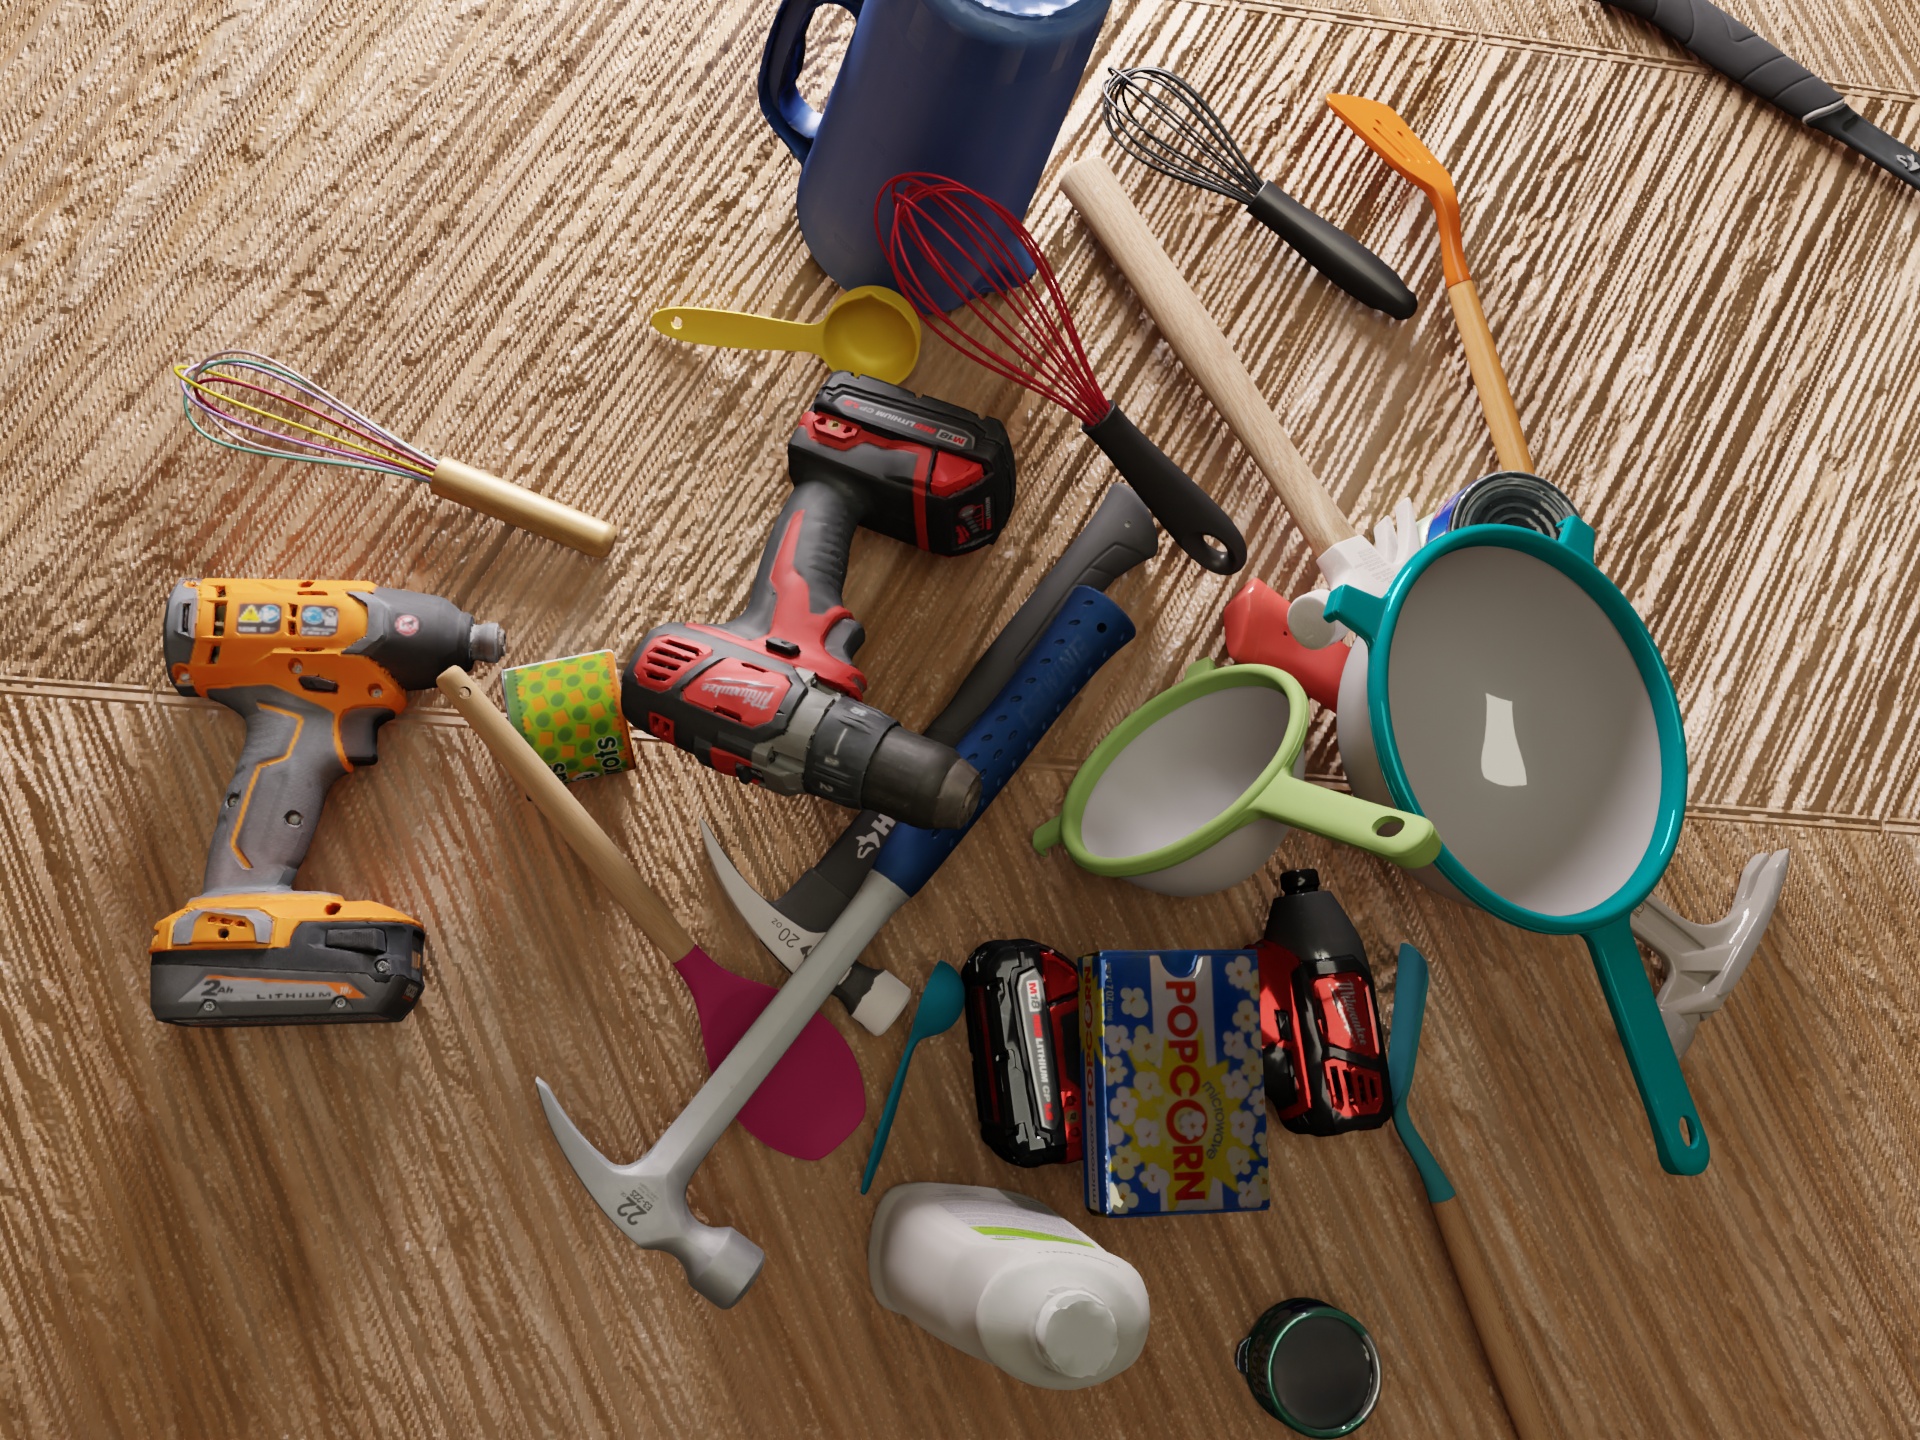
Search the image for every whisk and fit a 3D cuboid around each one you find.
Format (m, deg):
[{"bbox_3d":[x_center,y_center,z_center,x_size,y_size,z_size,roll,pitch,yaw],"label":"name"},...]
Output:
[{"bbox_3d":[0.062,-0.177,0.852,0.295,0.073,0.073,43,75,-26],"label":"whisk"},{"bbox_3d":[-0.305,-0.140,0.860,0.245,0.047,0.051,22,75,-7],"label":"whisk"},{"bbox_3d":[0.182,-0.319,0.966,0.239,0.055,0.055,36,76,-4],"label":"whisk"}]

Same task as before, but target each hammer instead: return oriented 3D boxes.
[{"bbox_3d":[-0.047,0.088,0.817,0.144,0.035,0.405,40,75,-6],"label":"hammer"},{"bbox_3d":[0.304,0.033,0.910,0.359,0.036,0.149,38,73,-2],"label":"hammer"},{"bbox_3d":[0.587,-0.395,1.046,0.409,0.036,0.149,33,75,-1],"label":"hammer"},{"bbox_3d":[-0.001,-0.003,0.882,0.146,0.035,0.335,38,76,0],"label":"hammer"},{"bbox_3d":[0.158,-0.194,0.927,0.130,0.031,0.331,-21,74,-41],"label":"hammer"}]

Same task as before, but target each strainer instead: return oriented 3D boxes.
[{"bbox_3d":[0.291,0.071,0.829,0.211,0.095,0.340,-17,86,-30],"label":"strainer"},{"bbox_3d":[0.157,0.051,0.805,0.151,0.256,0.069,-46,116,-14],"label":"strainer"}]

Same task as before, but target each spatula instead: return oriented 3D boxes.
[{"bbox_3d":[0.281,0.279,0.861,0.044,0.082,0.317,-20,88,5],"label":"spatula"},{"bbox_3d":[0.304,-0.239,0.971,0.081,0.041,0.322,-16,88,-45],"label":"spatula"}]

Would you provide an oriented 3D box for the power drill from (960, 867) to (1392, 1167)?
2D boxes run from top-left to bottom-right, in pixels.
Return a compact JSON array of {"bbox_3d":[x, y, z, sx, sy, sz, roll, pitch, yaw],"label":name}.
[{"bbox_3d":[0.118,0.158,0.849,0.219,0.078,0.143,-5,80,-12],"label":"power drill"}]

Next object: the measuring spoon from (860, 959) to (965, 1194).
[{"bbox_3d":[-0.023,0.191,0.840,0.021,0.042,0.128,18,84,9],"label":"measuring spoon"}]

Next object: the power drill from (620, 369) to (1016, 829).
[{"bbox_3d":[-0.045,-0.057,0.823,0.188,0.080,0.227,21,64,13],"label":"power drill"}]

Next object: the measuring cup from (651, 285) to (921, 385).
[{"bbox_3d":[-0.099,-0.226,0.913,0.156,0.062,0.029,7,37,6],"label":"measuring cup"}]

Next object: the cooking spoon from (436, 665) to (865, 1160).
[{"bbox_3d":[-0.157,0.099,0.811,0.069,0.017,0.318,-41,103,-16],"label":"cooking spoon"}]

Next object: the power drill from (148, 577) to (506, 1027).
[{"bbox_3d":[-0.318,0.037,0.805,0.164,0.084,0.227,0,75,-9],"label":"power drill"}]

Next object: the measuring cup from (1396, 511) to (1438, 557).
[{"bbox_3d":[0.326,-0.056,0.937,0.083,0.038,0.167,-41,85,-14],"label":"measuring cup"}]
